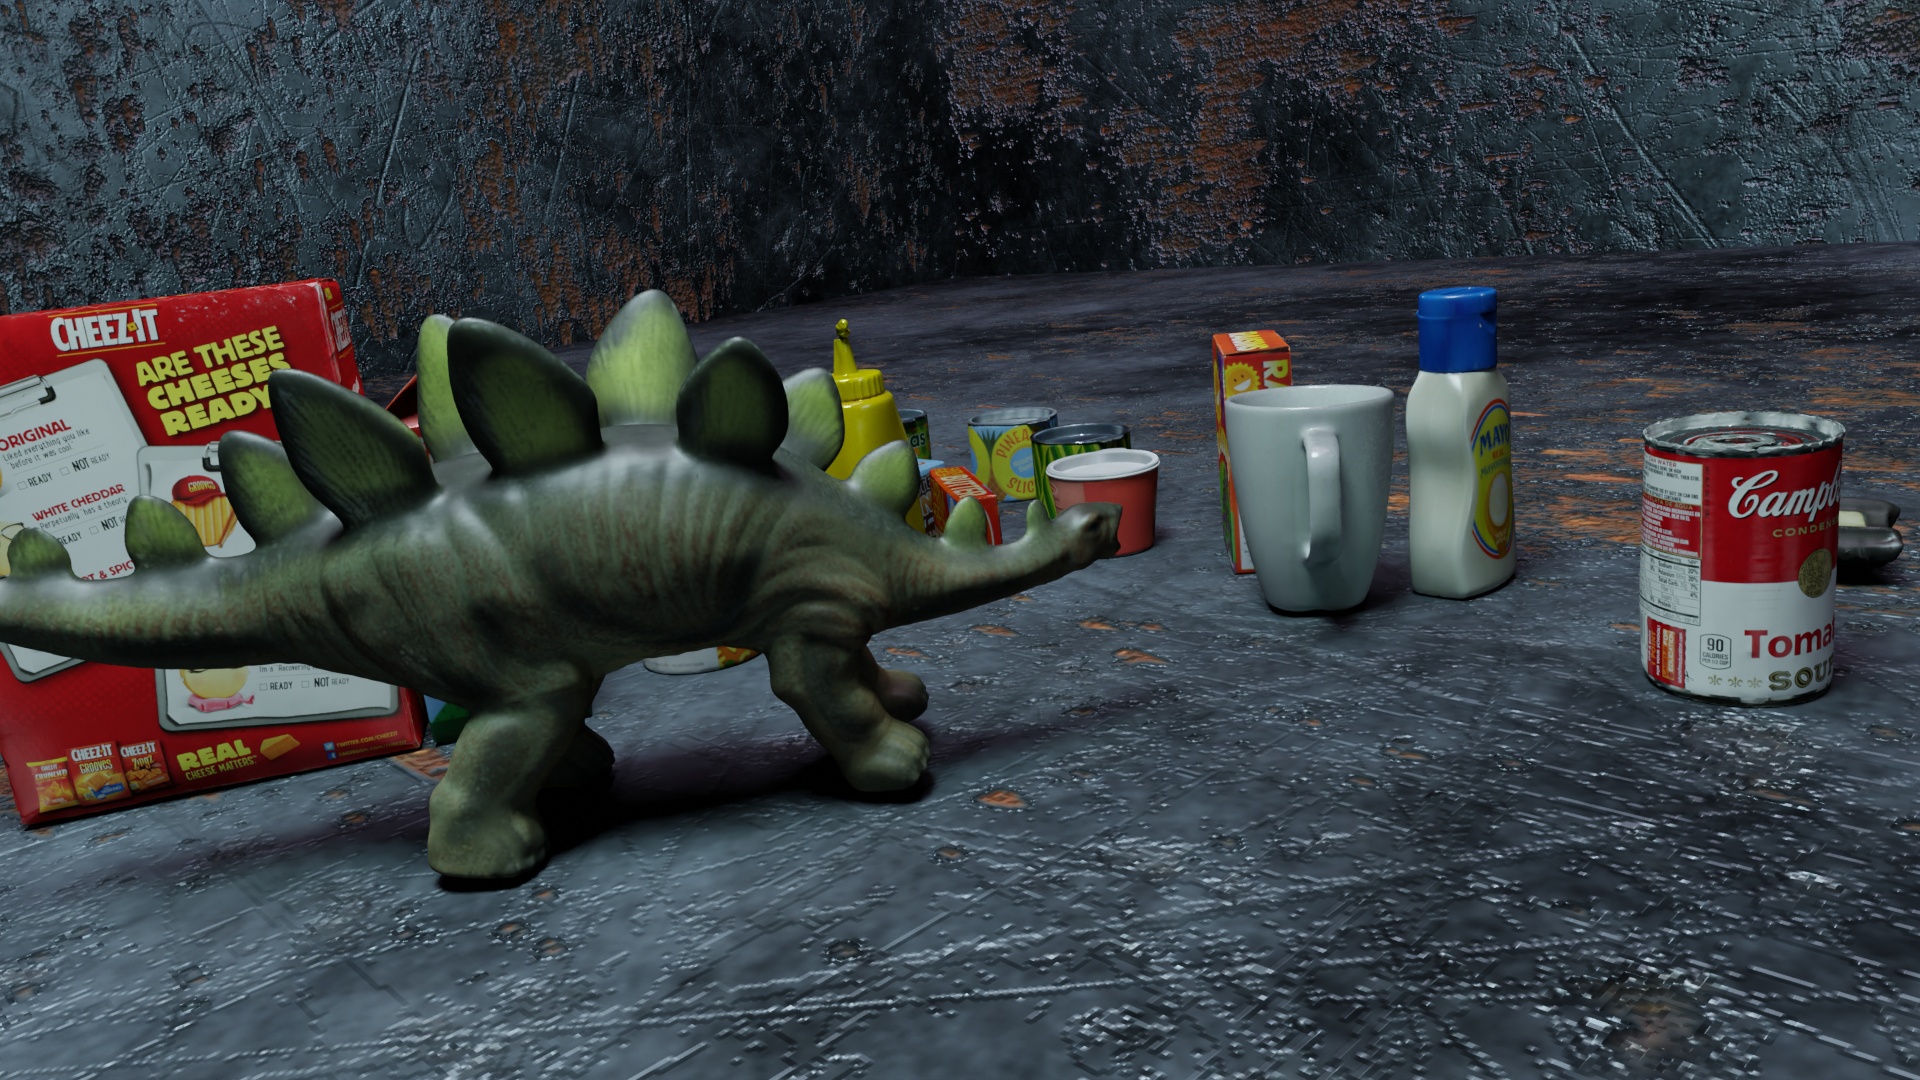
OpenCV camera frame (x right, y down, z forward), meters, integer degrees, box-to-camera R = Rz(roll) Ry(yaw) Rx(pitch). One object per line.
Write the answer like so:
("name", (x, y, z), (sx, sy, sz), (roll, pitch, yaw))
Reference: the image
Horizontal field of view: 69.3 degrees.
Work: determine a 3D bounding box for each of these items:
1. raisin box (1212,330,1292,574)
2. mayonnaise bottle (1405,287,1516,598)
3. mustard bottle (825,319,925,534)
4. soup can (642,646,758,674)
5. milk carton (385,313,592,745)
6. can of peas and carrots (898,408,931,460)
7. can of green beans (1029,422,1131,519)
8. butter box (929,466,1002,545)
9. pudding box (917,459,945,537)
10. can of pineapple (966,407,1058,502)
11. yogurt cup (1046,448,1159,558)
("raisin box", (0.167, -0.052, 0.783), (0.040, 0.123, 0.086), (-4, 14, 8))
("mayonnaise bottle", (0.248, -0.049, 0.687), (0.065, 0.147, 0.041), (-19, 18, -40))
("mustard bottle", (-0.056, -0.043, 0.768), (0.049, 0.159, 0.065), (2, 16, 31))
("soup can", (-0.136, 0.018, 0.719), (0.071, 0.083, 0.071), (-6, 14, 2))
("milk carton", (-0.225, -0.010, 0.651), (0.073, 0.190, 0.072), (-10, 14, -14))
("can of peas and carrots", (-0.054, -0.066, 1.062), (0.071, 0.058, 0.071), (-6, 14, 2))
("can of green beans", (0.081, -0.044, 0.918), (0.071, 0.057, 0.071), (-6, 14, 2))
("butter box", (0.003, -0.010, 0.832), (0.024, 0.053, 0.104), (-9, 14, -9))
("pudding box", (-0.045, -0.020, 0.898), (0.030, 0.049, 0.084), (7, 19, 43))
("can of pineapple", (0.040, -0.063, 1.009), (0.071, 0.057, 0.071), (-6, 14, 2))
("yogurt cup", (0.088, -0.022, 0.838), (0.072, 0.053, 0.072), (-6, 14, 2))
